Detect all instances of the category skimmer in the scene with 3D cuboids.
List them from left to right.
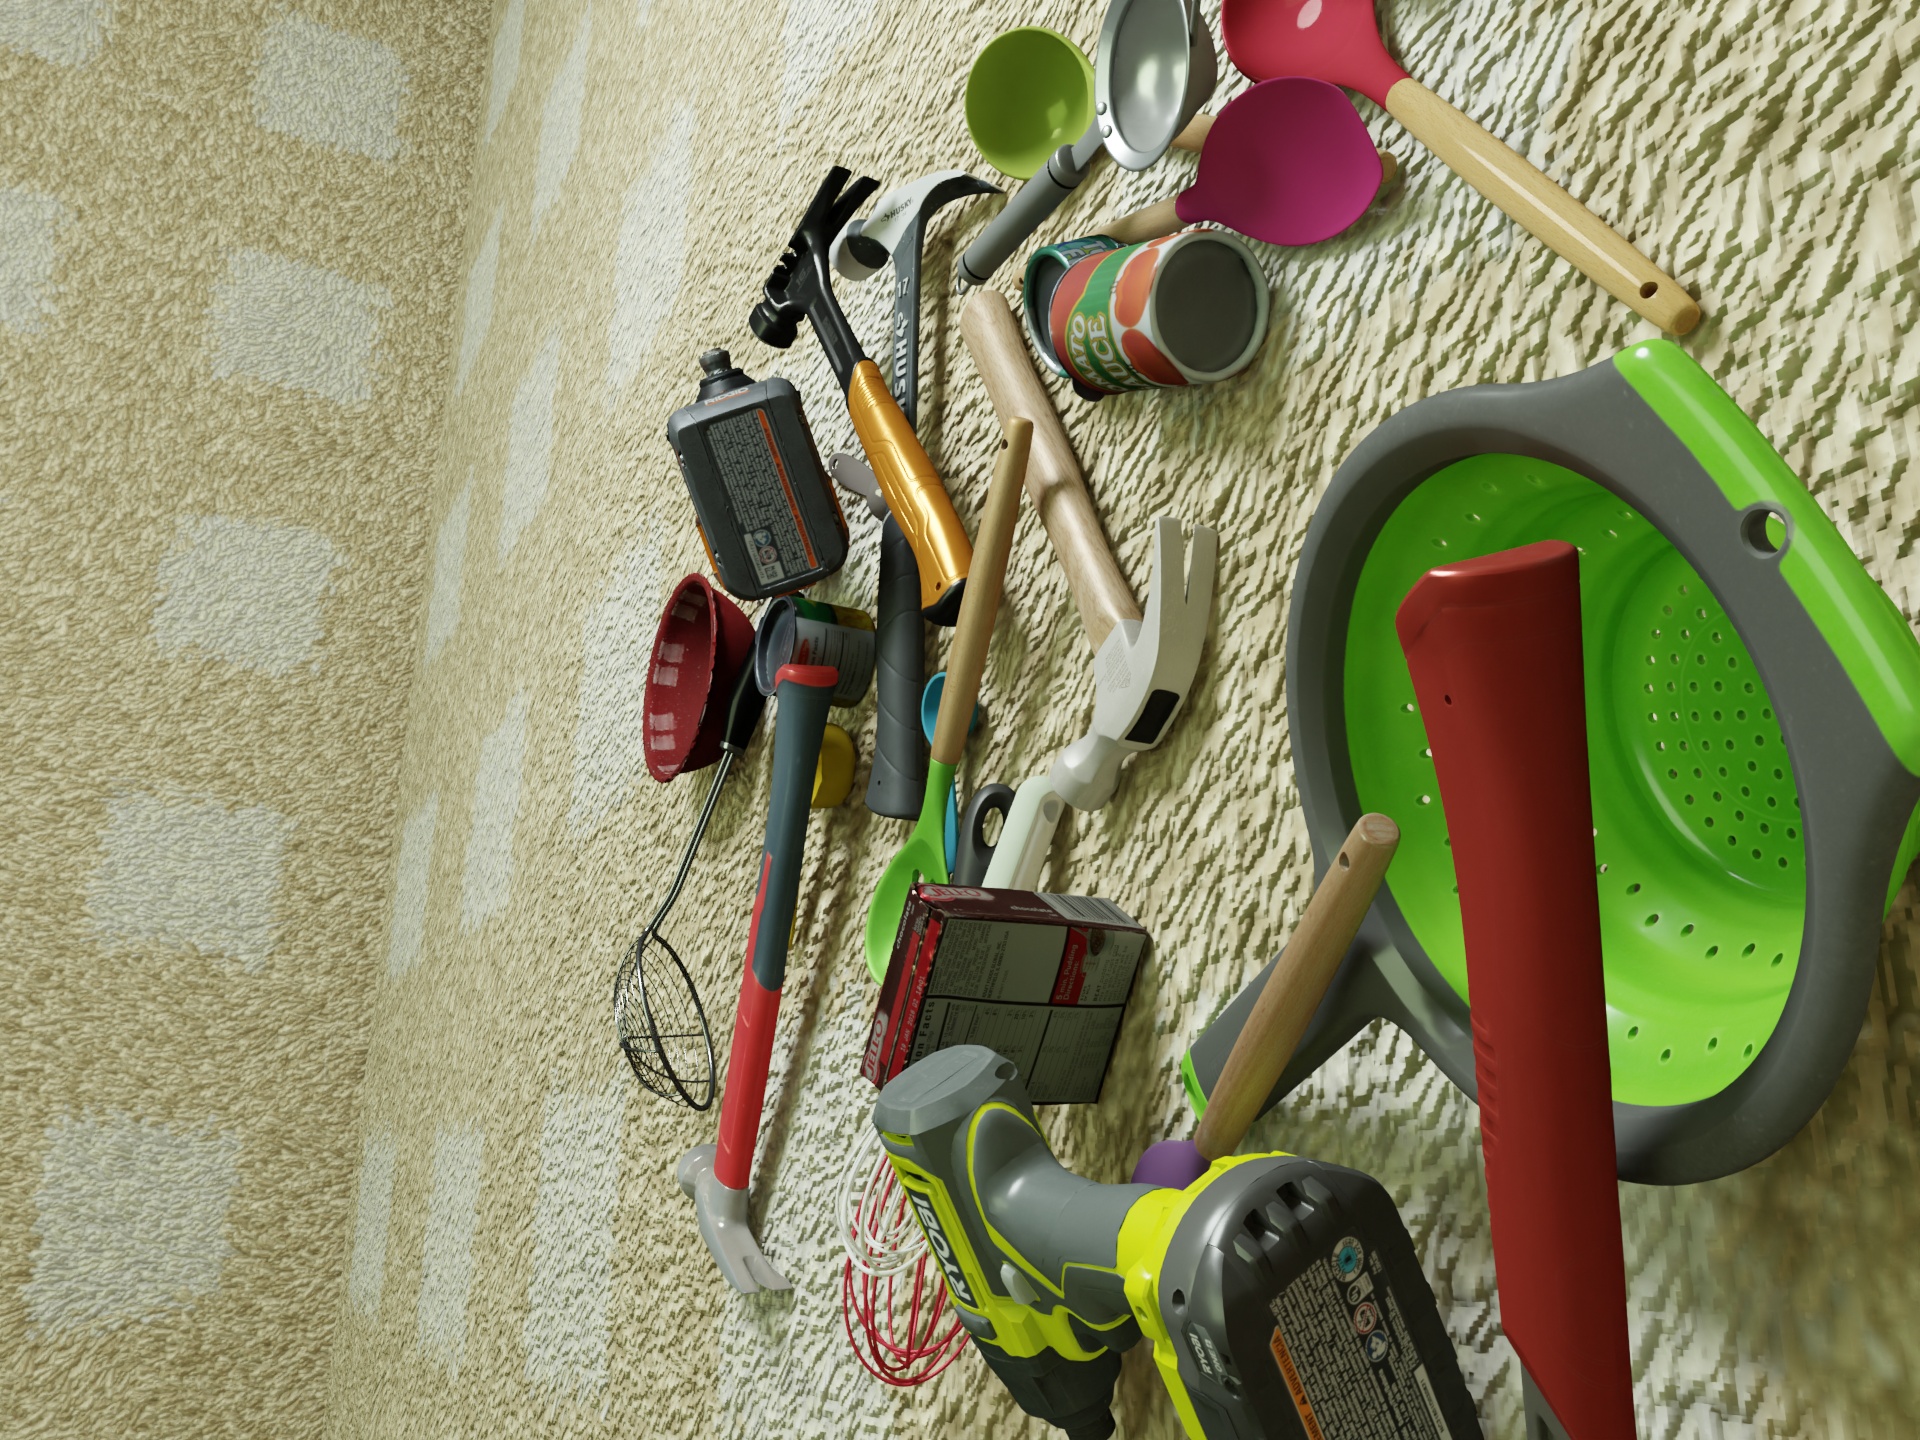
[{"bbox_3d":[-0.155,0.086,1.117,0.127,0.090,0.363,48,-118,-81],"label":"skimmer"}]

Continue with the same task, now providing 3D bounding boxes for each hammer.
[{"bbox_3d":[-0.116,0.157,0.987,0.143,0.038,0.386,33,116,59],"label":"hammer"},{"bbox_3d":[-0.046,-0.186,0.933,0.127,0.034,0.337,-52,45,32],"label":"hammer"},{"bbox_3d":[-0.031,-0.140,0.958,0.149,0.036,0.409,-17,68,51],"label":"hammer"},{"bbox_3d":[0.050,-0.119,0.808,0.130,0.031,0.332,-58,34,37],"label":"hammer"},{"bbox_3d":[0.151,0.137,0.385,0.149,0.036,0.359,-159,57,-65],"label":"hammer"}]

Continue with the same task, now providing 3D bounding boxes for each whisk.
[{"bbox_3d":[-0.005,0.176,0.790,0.073,0.073,0.296,-10,67,61],"label":"whisk"},{"bbox_3d":[0.001,0.138,0.748,0.059,0.057,0.246,5,67,42],"label":"whisk"}]

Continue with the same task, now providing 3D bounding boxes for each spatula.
[{"bbox_3d":[0.095,0.134,0.558,0.315,0.018,0.060,102,157,-47],"label":"spatula"}]

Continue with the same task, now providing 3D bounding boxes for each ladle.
[{"bbox_3d":[0.092,-0.283,0.759,0.320,0.062,0.078,-136,45,-55],"label":"ladle"},{"bbox_3d":[0.180,-0.228,0.603,0.069,0.031,0.316,-51,40,26],"label":"ladle"}]

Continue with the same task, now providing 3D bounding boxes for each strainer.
[{"bbox_3d":[0.057,-0.268,0.752,0.258,0.050,0.087,-29,68,59],"label":"strainer"}]

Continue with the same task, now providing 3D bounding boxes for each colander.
[{"bbox_3d":[0.165,0.049,0.488,0.396,0.094,0.205,110,142,-58],"label":"colander"}]

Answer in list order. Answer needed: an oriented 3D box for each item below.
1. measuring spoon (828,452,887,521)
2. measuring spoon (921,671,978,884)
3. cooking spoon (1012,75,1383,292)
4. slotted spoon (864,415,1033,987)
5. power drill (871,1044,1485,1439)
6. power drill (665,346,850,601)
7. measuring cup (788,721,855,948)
[{"bbox_3d":[-0.070,-0.161,1.062,0.124,0.018,0.034,39,116,57],"label":"measuring spoon"},{"bbox_3d":[-0.001,0.038,0.876,0.042,0.021,0.128,-8,83,56],"label":"measuring spoon"},{"bbox_3d":[0.095,-0.237,0.751,0.017,0.068,0.319,-39,17,-15],"label":"cooking spoon"},{"bbox_3d":[-0.001,-0.003,0.830,0.070,0.031,0.313,35,118,50],"label":"slotted spoon"},{"bbox_3d":[0.066,0.212,0.569,0.223,0.080,0.171,-6,109,59],"label":"power drill"},{"bbox_3d":[-0.131,-0.159,1.001,0.226,0.084,0.164,-129,20,-78],"label":"power drill"},{"bbox_3d":[-0.095,0.076,1.032,0.062,0.029,0.156,34,120,57],"label":"measuring cup"}]
